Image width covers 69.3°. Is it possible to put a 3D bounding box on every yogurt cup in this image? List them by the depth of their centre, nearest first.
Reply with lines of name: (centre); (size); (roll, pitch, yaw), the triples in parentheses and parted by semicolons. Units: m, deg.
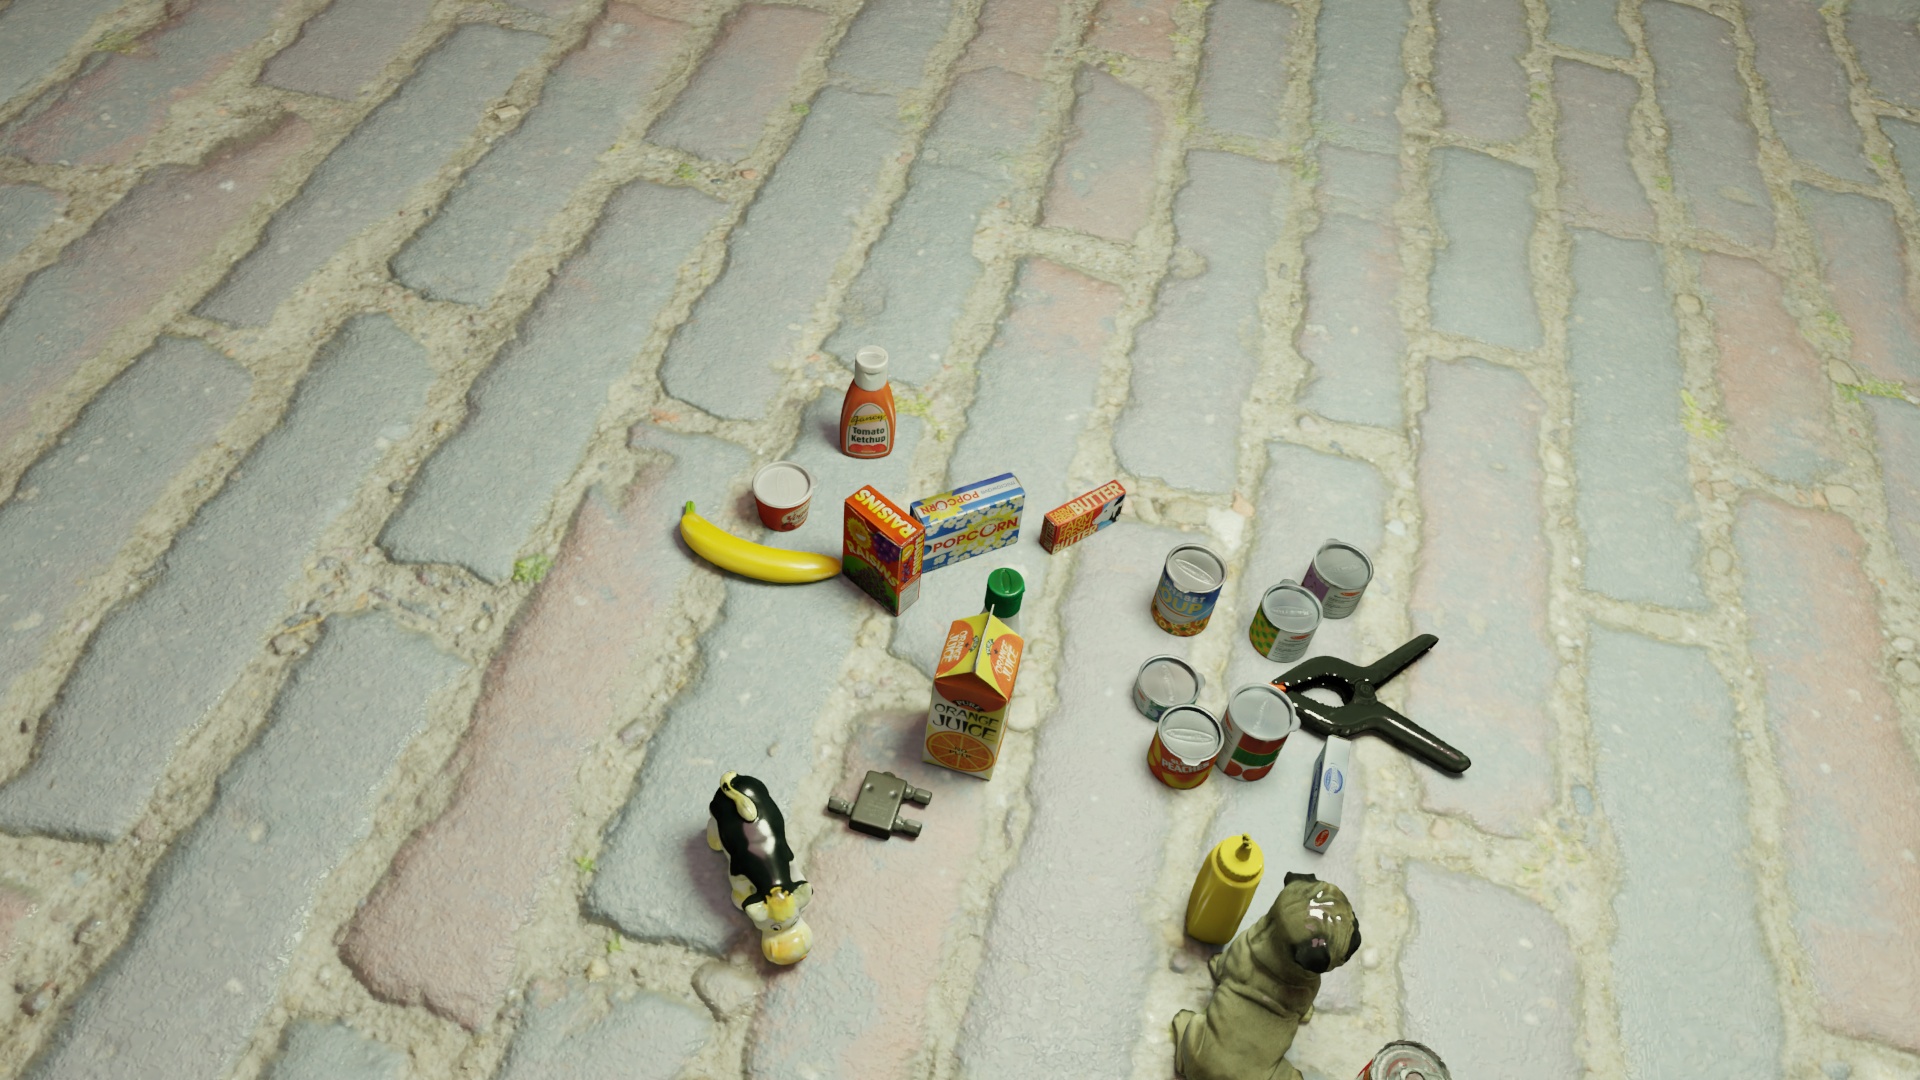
yogurt cup: (-0.197, -0.047, 1.543); (0.072, 0.053, 0.073); (3, 50, -4)

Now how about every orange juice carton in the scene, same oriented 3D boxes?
orange juice carton: (0.013, 0.143, 1.321); (0.073, 0.191, 0.072); (15, 51, 6)

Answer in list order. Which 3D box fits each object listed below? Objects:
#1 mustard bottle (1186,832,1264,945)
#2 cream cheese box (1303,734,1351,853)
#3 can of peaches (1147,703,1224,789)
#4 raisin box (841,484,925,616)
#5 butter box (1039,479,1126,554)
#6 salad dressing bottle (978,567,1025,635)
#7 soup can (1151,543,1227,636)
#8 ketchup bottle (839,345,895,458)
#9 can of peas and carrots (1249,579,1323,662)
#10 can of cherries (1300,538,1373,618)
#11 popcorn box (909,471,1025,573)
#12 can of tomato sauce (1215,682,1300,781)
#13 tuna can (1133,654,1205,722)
mustard bottle: (0.239, 0.304, 1.237); (0.049, 0.159, 0.066); (14, 51, 5)
cream cheese box: (0.360, 0.249, 1.366); (0.024, 0.053, 0.104); (16, 51, 6)
can of peaches: (0.223, 0.207, 1.381); (0.071, 0.057, 0.071); (3, 50, -4)
raisin box: (-0.083, 0.011, 1.463); (0.086, 0.122, 0.040); (38, 57, 23)
butter box: (0.138, -0.027, 1.566); (0.104, 0.052, 0.024); (-26, 58, -25)
salad dressing bottle: (0.038, 0.085, 1.401); (0.044, 0.146, 0.064); (0, 51, -7)
soup can: (0.243, 0.055, 1.491); (0.071, 0.083, 0.072); (3, 50, -4)
ketchup bottle: (-0.104, -0.157, 1.583); (0.065, 0.148, 0.044); (0, 51, -7)
can of peas and carrots: (0.349, 0.087, 1.494); (0.071, 0.058, 0.071); (3, 50, -4)
can of cherries: (0.416, 0.042, 1.539); (0.071, 0.058, 0.072); (3, 50, -4)
popcorn box: (0.005, -0.019, 1.524); (0.127, 0.084, 0.038); (-18, 55, -20)
can of tomato sauce: (0.293, 0.192, 1.385); (0.071, 0.082, 0.071); (3, 50, -4)
tuna can: (0.216, 0.154, 1.440); (0.071, 0.032, 0.071); (3, 50, -4)
